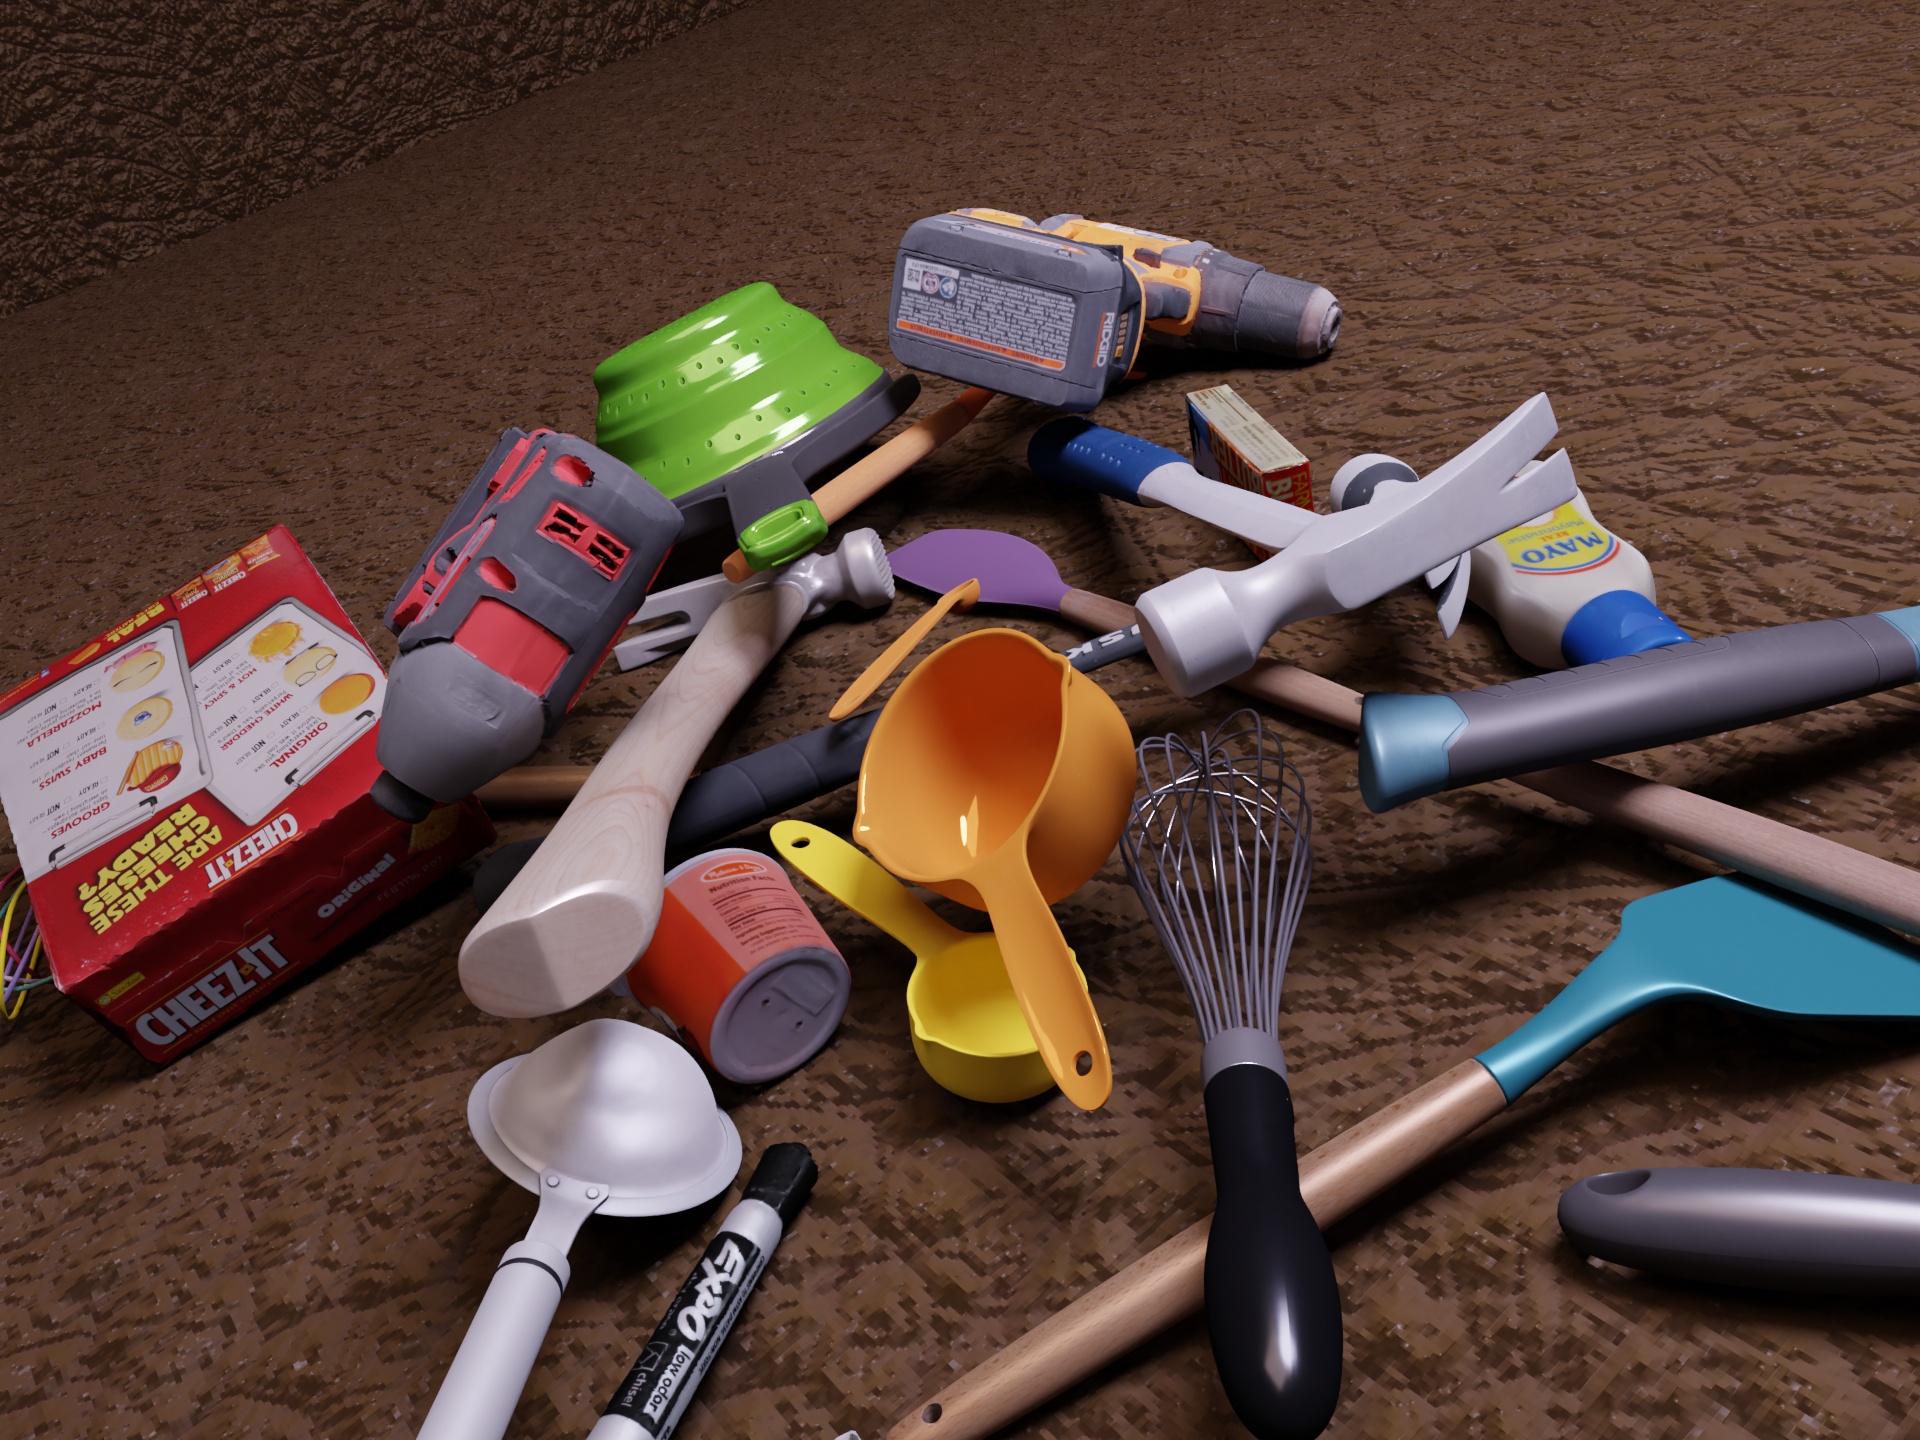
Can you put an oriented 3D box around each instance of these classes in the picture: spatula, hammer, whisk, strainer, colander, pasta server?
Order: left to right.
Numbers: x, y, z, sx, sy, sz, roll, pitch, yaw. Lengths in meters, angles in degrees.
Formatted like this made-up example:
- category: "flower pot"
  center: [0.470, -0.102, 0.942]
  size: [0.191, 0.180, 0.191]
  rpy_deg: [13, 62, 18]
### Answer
- category: "whisk"
  center: [-0.433, 0.064, 0.764]
  size: [0.051, 0.047, 0.245]
  rpy_deg: [-25, 30, -8]
- category: "strainer"
  center: [-0.113, 0.145, 0.435]
  size: [0.087, 0.050, 0.259]
  rpy_deg: [17, 23, -3]
- category: "hammer"
  center: [-0.116, 0.002, 0.610]
  size: [0.146, 0.038, 0.411]
  rpy_deg: [-15, 17, 8]
- category: "colander"
  center: [-0.117, -0.152, 0.791]
  size: [0.204, 0.094, 0.397]
  rpy_deg: [-28, 19, -2]
- category: "spatula"
  center: [-0.013, -0.143, 0.839]
  size: [0.081, 0.041, 0.323]
  rpy_deg: [11, 38, 35]
- category: "hammer"
  center: [-0.001, -0.002, 0.615]
  size: [0.409, 0.036, 0.149]
  rpy_deg: [-22, 18, 7]
- category: "spatula"
  center: [0.068, -0.046, 0.705]
  size: [0.060, 0.018, 0.316]
  rpy_deg: [-30, 34, -25]
- category: "hammer"
  center: [0.093, -0.096, 0.647]
  size: [0.144, 0.035, 0.406]
  rpy_deg: [-25, 17, -2]
- category: "whisk"
  center: [0.078, 0.078, 0.450]
  size: [0.070, 0.070, 0.285]
  rpy_deg: [-11, 27, 10]
- category: "spatula"
  center: [0.124, 0.120, 0.429]
  size: [0.317, 0.044, 0.082]
  rpy_deg: [-29, 32, -8]
- category: "hammer"
  center: [0.281, -0.020, 0.507]
  size: [0.331, 0.033, 0.128]
  rpy_deg: [-11, 36, -6]
- category: "pasta server"
  center: [0.279, 0.050, 0.433]
  size: [0.060, 0.040, 0.316]
  rpy_deg: [-22, 32, -34]
- category: "whisk"
  center: [0.256, 0.119, 0.346]
  size: [0.239, 0.055, 0.055]
  rpy_deg: [-4, 35, 28]

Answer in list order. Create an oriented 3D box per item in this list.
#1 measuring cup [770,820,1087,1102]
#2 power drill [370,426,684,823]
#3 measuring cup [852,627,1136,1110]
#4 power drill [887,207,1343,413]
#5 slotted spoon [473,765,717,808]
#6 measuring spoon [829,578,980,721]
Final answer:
- category: "measuring cup"
  center: [-0.018, 0.077, 0.538]
  size: [0.062, 0.029, 0.157]
  rpy_deg: [-24, 36, -30]
- category: "power drill"
  center: [-0.173, -0.043, 0.617]
  size: [0.143, 0.078, 0.220]
  rpy_deg: [-56, 19, 1]
- category: "measuring cup"
  center: [0.027, 0.050, 0.495]
  size: [0.095, 0.052, 0.174]
  rpy_deg: [-40, 47, 21]
- category: "power drill"
  center: [0.088, -0.220, 0.847]
  size: [0.185, 0.084, 0.226]
  rpy_deg: [20, 27, 23]
- category: "slotted spoon"
  center: [-0.241, 0.033, 0.730]
  size: [0.314, 0.031, 0.070]
  rpy_deg: [-2, 42, 20]
- category: "measuring spoon"
  center: [-0.020, -0.027, 0.642]
  size: [0.021, 0.011, 0.117]
  rpy_deg: [-23, 17, 38]
